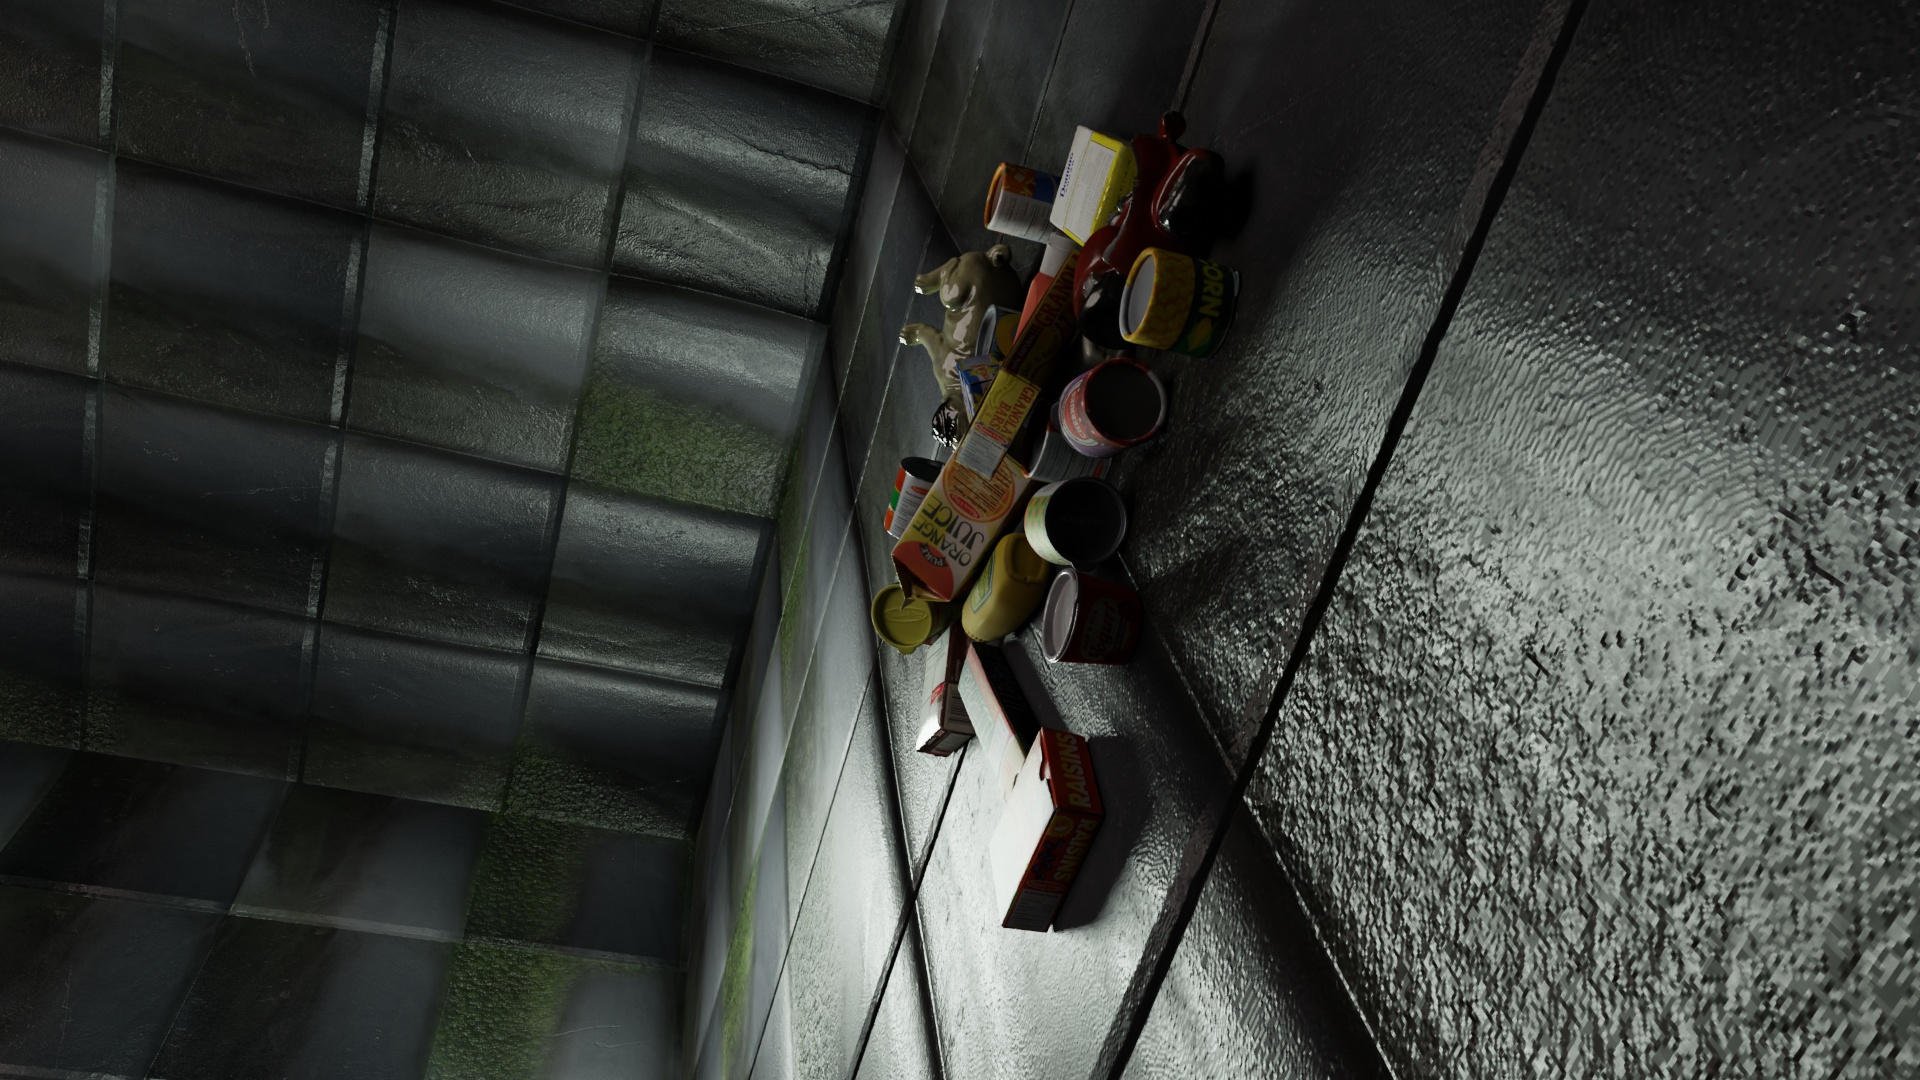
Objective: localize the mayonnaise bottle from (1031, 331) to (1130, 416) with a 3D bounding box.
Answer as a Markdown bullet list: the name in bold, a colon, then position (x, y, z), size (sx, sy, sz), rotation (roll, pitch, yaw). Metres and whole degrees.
- **mayonnaise bottle**: position (0.098, -0.129, 1.160), size (0.147, 0.041, 0.065), rotation (120, 166, -56)

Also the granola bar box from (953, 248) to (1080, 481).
- **granola bar box**: position (0.058, -0.146, 1.148), size (0.166, 0.039, 0.123), rotation (-61, 0, -38)

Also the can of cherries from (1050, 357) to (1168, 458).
- **can of cherries**: position (0.109, -0.096, 1.018), size (0.058, 0.071, 0.071), rotation (160, 121, -74)

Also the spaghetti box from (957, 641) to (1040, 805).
- **spaghetti box**: position (0.036, 0.155, 1.188), size (0.251, 0.029, 0.050), rotation (-119, 42, -70)

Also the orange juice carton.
- **orange juice carton**: position (0.004, -0.016, 1.248), size (0.191, 0.073, 0.072), rotation (-57, -12, 29)

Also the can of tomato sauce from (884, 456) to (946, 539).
- **can of tomato sauce**: position (-0.048, -0.048, 1.634), size (0.071, 0.071, 0.082), rotation (-104, 28, -61)

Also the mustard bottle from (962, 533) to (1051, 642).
- **mustard bottle**: position (0.034, 0.054, 1.242), size (0.159, 0.049, 0.065), rotation (121, 160, -54)

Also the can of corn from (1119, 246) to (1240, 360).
- **can of corn**: position (0.148, -0.163, 0.944), size (0.071, 0.058, 0.071), rotation (-167, 88, -77)

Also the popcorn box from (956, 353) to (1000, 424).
- **popcorn box**: position (0.031, -0.104, 1.307), size (0.085, 0.038, 0.126), rotation (-109, 6, -67)

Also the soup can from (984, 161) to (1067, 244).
- **soup can**: position (0.072, -0.325, 1.342), size (0.071, 0.084, 0.071), rotation (-166, 88, -77)

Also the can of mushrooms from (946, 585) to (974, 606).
- **can of mushrooms**: position (0.006, 0.029, 1.343), size (0.034, 0.071, 0.070), rotation (-90, 18, -46)

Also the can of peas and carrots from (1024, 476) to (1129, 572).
- **can of peas and carrots**: position (0.087, -0.012, 1.048), size (0.058, 0.071, 0.071), rotation (175, 107, -77)

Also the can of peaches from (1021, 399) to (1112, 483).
- **can of peaches**: position (0.086, -0.077, 1.123), size (0.071, 0.058, 0.071), rotation (-167, 88, -76)

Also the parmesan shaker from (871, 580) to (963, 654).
- **parmesan shaker**: position (-0.036, 0.066, 1.392), size (0.103, 0.071, 0.071), rotation (-27, -43, -63)

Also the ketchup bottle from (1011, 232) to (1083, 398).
- **ketchup bottle**: position (0.080, -0.211, 1.295), size (0.065, 0.043, 0.148), rotation (-113, 38, -67)

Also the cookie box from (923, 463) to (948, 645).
- **cookie box**: position (-0.016, 0.016, 1.501), size (0.123, 0.040, 0.166), rotation (-114, 39, -68)

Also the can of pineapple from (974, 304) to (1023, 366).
- **can of pineapple**: position (0.050, -0.192, 1.369), size (0.071, 0.058, 0.071), rotation (-167, 88, -77)

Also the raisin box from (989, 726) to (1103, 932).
- **raisin box**: position (0.060, 0.212, 1.018), size (0.086, 0.040, 0.122), rotation (-98, 25, -57)

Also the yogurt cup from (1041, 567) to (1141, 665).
- **yogurt cup**: position (0.093, 0.057, 0.985), size (0.072, 0.054, 0.072), rotation (-166, 88, -77)
